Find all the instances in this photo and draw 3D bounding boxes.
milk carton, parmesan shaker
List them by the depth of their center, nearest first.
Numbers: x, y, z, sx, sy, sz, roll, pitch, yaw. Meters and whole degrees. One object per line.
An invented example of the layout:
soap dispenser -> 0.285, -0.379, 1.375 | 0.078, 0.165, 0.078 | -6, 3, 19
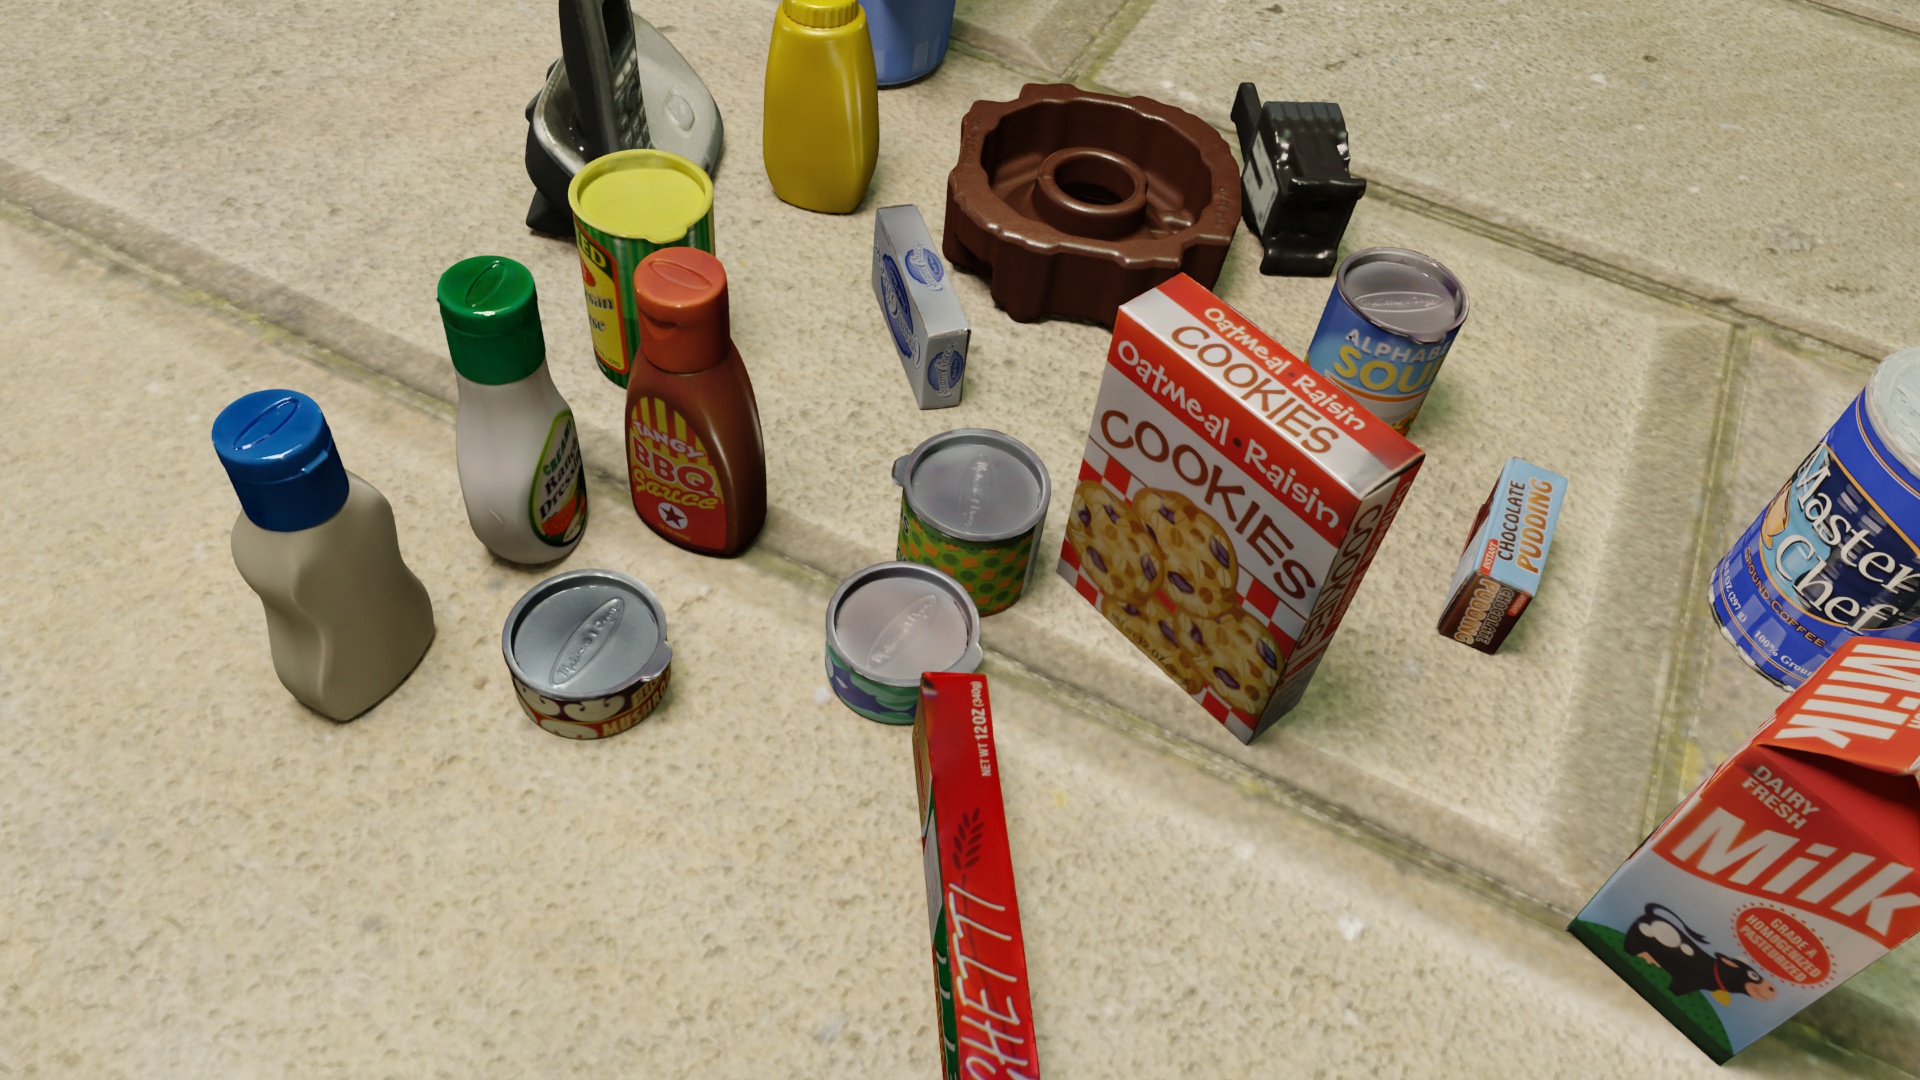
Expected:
milk carton -> 0.300, 0.104, 0.489 | 0.072, 0.189, 0.073 | -31, 60, -28
parmesan shaker -> -0.152, -0.128, 0.684 | 0.071, 0.102, 0.072 | 3, 50, -4

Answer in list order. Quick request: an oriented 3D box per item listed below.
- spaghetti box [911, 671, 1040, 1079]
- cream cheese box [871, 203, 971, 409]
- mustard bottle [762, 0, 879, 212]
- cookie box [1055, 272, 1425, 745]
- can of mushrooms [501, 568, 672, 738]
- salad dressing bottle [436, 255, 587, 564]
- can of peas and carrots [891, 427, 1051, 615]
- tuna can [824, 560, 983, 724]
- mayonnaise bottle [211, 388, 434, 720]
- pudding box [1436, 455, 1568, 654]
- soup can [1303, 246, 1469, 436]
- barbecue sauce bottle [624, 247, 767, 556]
spaghetti box -> 0.007, 0.164, 0.494 | 0.029, 0.049, 0.251 | -1, 51, -8
cream cheese box -> -0.022, -0.123, 0.727 | 0.024, 0.053, 0.104 | -10, 52, -15
mustard bottle -> -0.076, -0.257, 0.763 | 0.065, 0.159, 0.049 | 13, 50, 4
cookie box -> 0.106, -0.009, 0.574 | 0.040, 0.166, 0.123 | -31, 60, -28
can of mushrooms -> -0.153, 0.048, 0.582 | 0.071, 0.033, 0.071 | 3, 50, -4
salad dressing bottle -> -0.189, -0.052, 0.586 | 0.044, 0.146, 0.064 | 14, 50, 4
can of peas and carrots -> 0.002, -0.008, 0.631 | 0.071, 0.058, 0.071 | 3, 50, -4
tuna can -> -0.024, 0.045, 0.600 | 0.071, 0.032, 0.071 | 3, 50, -4
mayonnaise bottle -> -0.244, 0.006, 0.531 | 0.041, 0.147, 0.065 | 25, 52, 13
pudding box -> 0.256, 0.006, 0.657 | 0.030, 0.049, 0.084 | 24, 52, 13
soup can -> 0.215, -0.096, 0.714 | 0.071, 0.083, 0.072 | 3, 50, -4
barbecue sauce bottle -> -0.116, -0.058, 0.600 | 0.065, 0.147, 0.044 | 24, 52, 13
